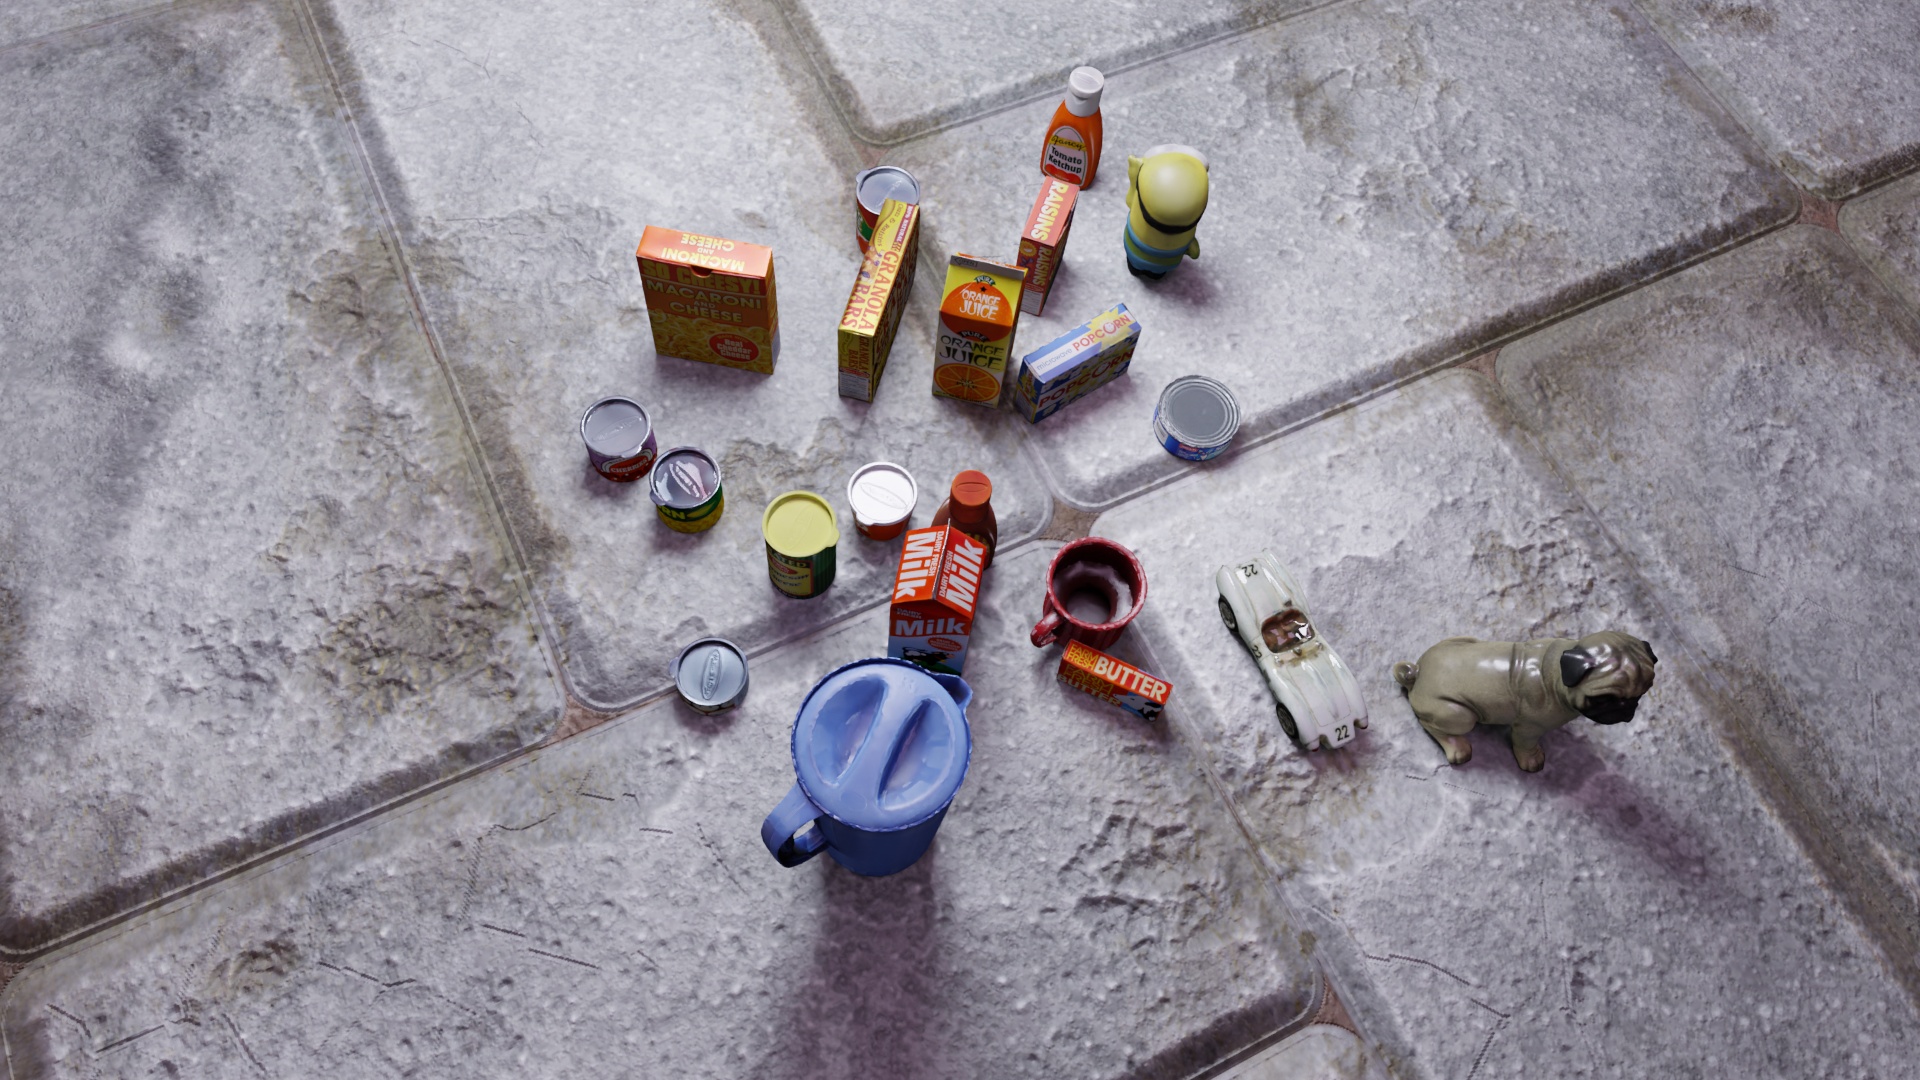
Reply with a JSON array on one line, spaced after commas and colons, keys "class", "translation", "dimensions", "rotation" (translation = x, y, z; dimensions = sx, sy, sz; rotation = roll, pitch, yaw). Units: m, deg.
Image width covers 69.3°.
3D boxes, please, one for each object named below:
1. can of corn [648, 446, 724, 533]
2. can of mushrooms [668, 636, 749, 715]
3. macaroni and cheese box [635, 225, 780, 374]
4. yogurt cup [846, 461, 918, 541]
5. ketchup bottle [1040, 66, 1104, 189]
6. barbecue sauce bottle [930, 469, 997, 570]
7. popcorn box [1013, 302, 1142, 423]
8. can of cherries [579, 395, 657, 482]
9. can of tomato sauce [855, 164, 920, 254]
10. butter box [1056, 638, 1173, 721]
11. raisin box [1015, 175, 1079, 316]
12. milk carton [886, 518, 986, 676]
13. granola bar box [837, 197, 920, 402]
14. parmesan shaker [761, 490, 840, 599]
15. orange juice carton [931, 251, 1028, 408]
[{"class": "can of corn", "translation": [-0.262, -0.046, 1.324], "dimensions": [0.071, 0.058, 0.071], "rotation": [2, 64, -4]}, {"class": "can of mushrooms", "translation": [-0.227, 0.123, 1.259], "dimensions": [0.071, 0.033, 0.071], "rotation": [2, 64, -4]}, {"class": "macaroni and cheese box", "translation": [-0.242, -0.231, 1.355], "dimensions": [0.124, 0.165, 0.040], "rotation": [10, 64, 0]}, {"class": "yogurt cup", "translation": [-0.075, -0.035, 1.337], "dimensions": [0.072, 0.053, 0.072], "rotation": [2, 64, -4]}, {"class": "ketchup bottle", "translation": [0.126, -0.446, 1.500], "dimensions": [0.065, 0.148, 0.044], "rotation": [26, 65, 7]}, {"class": "barbecue sauce bottle", "translation": [0.005, -0.016, 1.282], "dimensions": [0.065, 0.148, 0.044], "rotation": [-1, 65, -5]}, {"class": "popcorn box", "translation": [0.117, -0.178, 1.405], "dimensions": [0.127, 0.085, 0.038], "rotation": [-31, 71, -18]}, {"class": "can of cherries", "translation": [-0.329, -0.095, 1.342], "dimensions": [0.071, 0.058, 0.072], "rotation": [2, 64, -4]}, {"class": "can of tomato sauce", "translation": [-0.079, -0.345, 1.470], "dimensions": [0.071, 0.082, 0.071], "rotation": [2, 64, -4]}, {"class": "butter box", "translation": [0.140, 0.129, 1.276], "dimensions": [0.103, 0.053, 0.024], "rotation": [24, 65, 7]}, {"class": "raisin box", "translation": [0.086, -0.304, 1.442], "dimensions": [0.040, 0.123, 0.086], "rotation": [20, 65, 5]}, {"class": "milk carton", "translation": [-0.022, 0.051, 1.224], "dimensions": [0.073, 0.189, 0.072], "rotation": [11, 64, 1]}, {"class": "granola bar box", "translation": [-0.082, -0.240, 1.397], "dimensions": [0.039, 0.123, 0.166], "rotation": [15, 64, 3]}, {"class": "parmesan shaker", "translation": [-0.145, 0.007, 1.283], "dimensions": [0.071, 0.102, 0.071], "rotation": [2, 64, -4]}, {"class": "orange juice carton", "translation": [0.018, -0.213, 1.354], "dimensions": [0.072, 0.191, 0.073], "rotation": [14, 64, 2]}]
